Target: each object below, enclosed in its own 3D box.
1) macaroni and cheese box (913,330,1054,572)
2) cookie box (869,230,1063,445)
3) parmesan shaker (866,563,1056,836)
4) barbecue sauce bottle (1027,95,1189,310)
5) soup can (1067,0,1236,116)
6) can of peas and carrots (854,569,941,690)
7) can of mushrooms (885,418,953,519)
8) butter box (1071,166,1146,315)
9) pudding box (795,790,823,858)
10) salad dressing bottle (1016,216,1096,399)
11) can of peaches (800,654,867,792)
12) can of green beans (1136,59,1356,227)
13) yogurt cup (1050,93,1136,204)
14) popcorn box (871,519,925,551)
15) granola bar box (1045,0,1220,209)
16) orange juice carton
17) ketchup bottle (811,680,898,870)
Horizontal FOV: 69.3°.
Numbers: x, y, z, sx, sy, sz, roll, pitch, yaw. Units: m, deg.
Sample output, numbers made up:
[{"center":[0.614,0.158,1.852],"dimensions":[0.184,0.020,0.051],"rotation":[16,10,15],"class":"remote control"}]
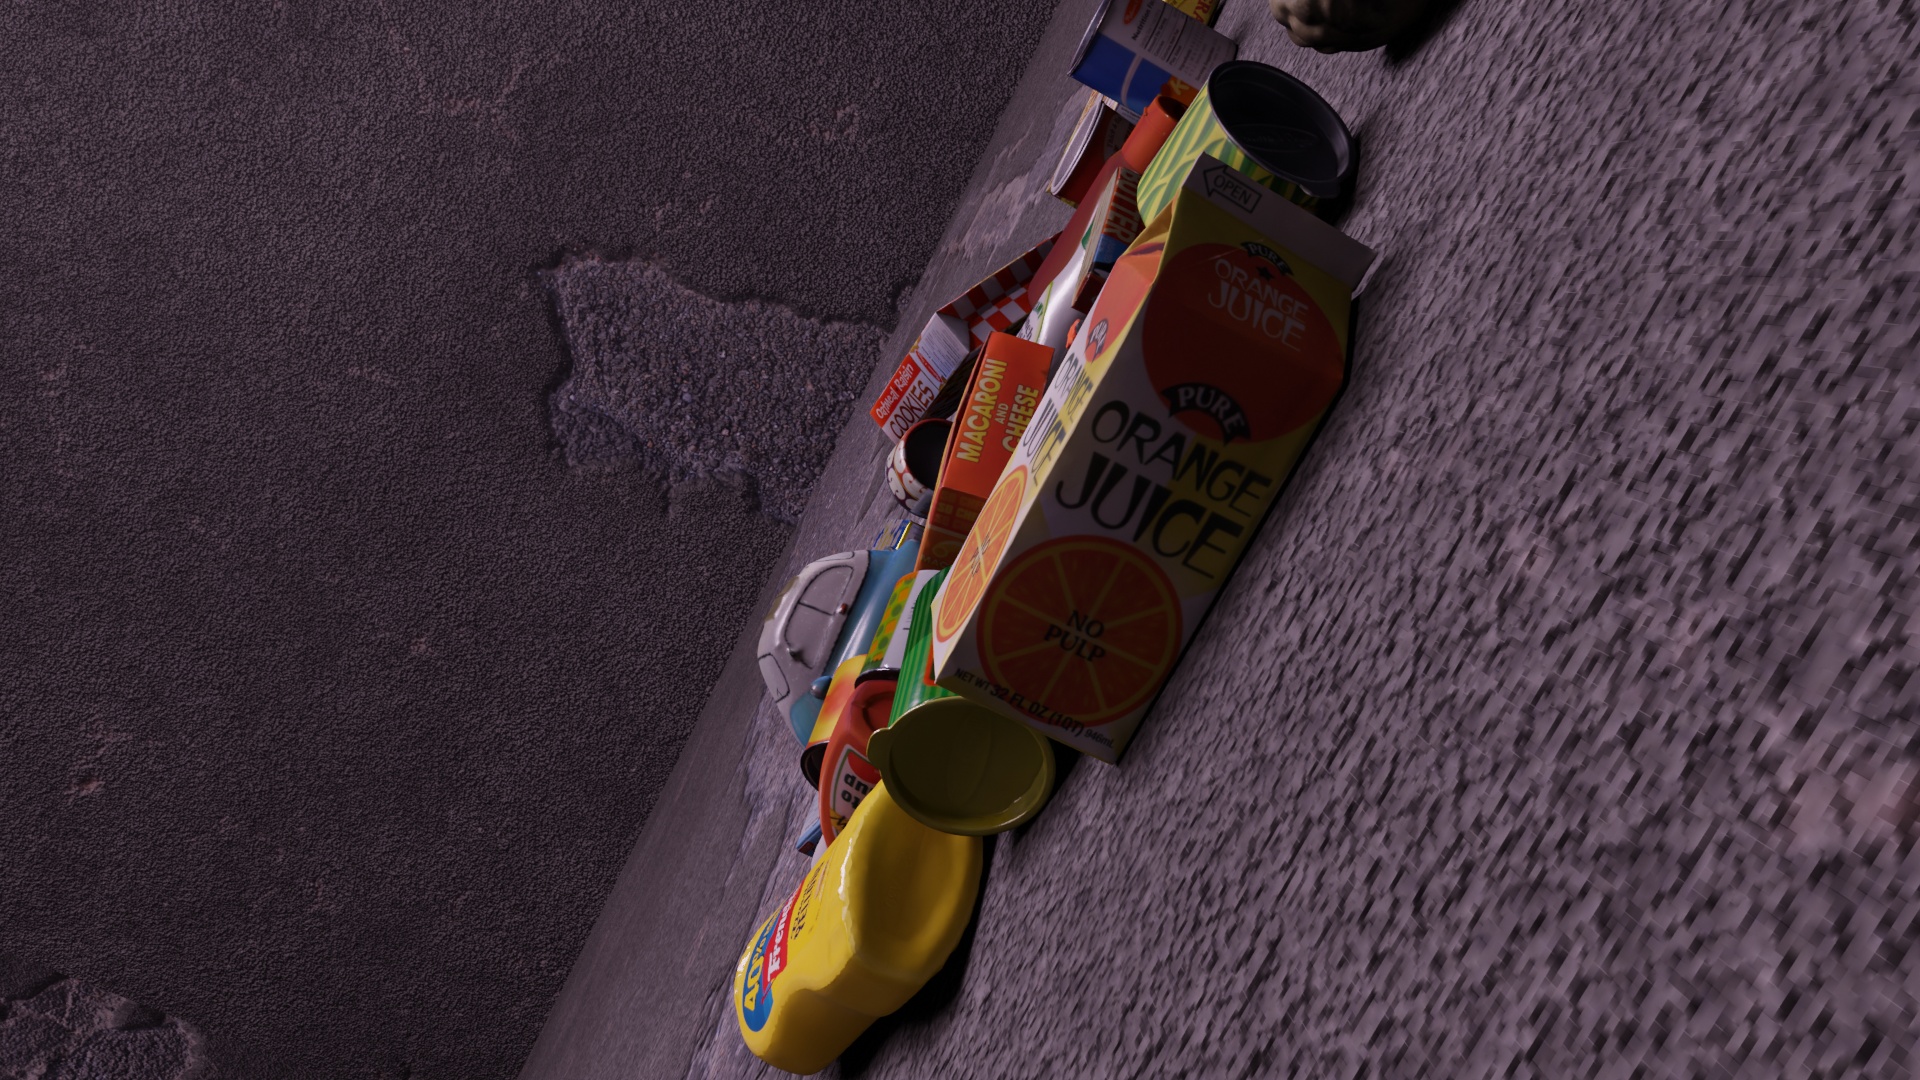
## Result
[{"center":[0.003,-0.009,0.739],"dimensions":[0.165,0.040,0.124],"rotation":[107,180,-47],"class":"macaroni and cheese box"},{"center":[0.012,-0.140,0.997],"dimensions":[0.123,0.040,0.166],"rotation":[-38,-3,-27],"class":"cookie box"},{"center":[0.004,0.059,0.562],"dimensions":[0.071,0.071,0.103],"rotation":[-59,11,28],"class":"parmesan shaker"},{"center":[0.094,-0.199,0.847],"dimensions":[0.147,0.043,0.065],"rotation":[-56,13,37],"class":"barbecue sauce bottle"},{"center":[0.117,-0.298,0.862],"dimensions":[0.071,0.084,0.071],"rotation":[-61,10,18],"class":"soup can"},{"center":[-0.011,0.057,0.667],"dimensions":[0.070,0.071,0.059],"rotation":[-49,17,56],"class":"can of peas and carrots"},{"center":[-0.018,-0.053,0.980],"dimensions":[0.033,0.071,0.071],"rotation":[-47,19,56],"class":"can of mushrooms"},{"center":[0.090,-0.142,0.692],"dimensions":[0.024,0.053,0.104],"rotation":[122,170,-45],"class":"butter box"},{"center":[-0.064,0.153,0.806],"dimensions":[0.083,0.030,0.050],"rotation":[-51,15,53],"class":"pudding box"},{"center":[0.069,-0.137,0.819],"dimensions":[0.147,0.044,0.064],"rotation":[-58,14,30],"class":"salad dressing bottle"},{"center":[-0.041,0.100,0.718],"dimensions":[0.071,0.071,0.058],"rotation":[-53,14,48],"class":"can of peaches"},{"center":[0.111,-0.143,0.545],"dimensions":[0.057,0.071,0.071],"rotation":[-54,14,49],"class":"can of green beans"},{"center":[0.099,-0.249,0.923],"dimensions":[0.072,0.054,0.072],"rotation":[-61,10,18],"class":"yogurt cup"},{"center":[-0.048,0.029,1.017],"dimensions":[0.085,0.038,0.126],"rotation":[-65,10,-4],"class":"popcorn box"},{"center":[0.125,-0.325,1.028],"dimensions":[0.124,0.039,0.165],"rotation":[-66,10,-7],"class":"granola bar box"},{"center":[0.064,-0.029,0.476],"dimensions":[0.192,0.072,0.073],"rotation":[-62,10,14],"class":"orange juice carton"},{"center":[-0.040,0.125,0.664],"dimensions":[0.148,0.065,0.044],"rotation":[114,177,-48],"class":"ketchup bottle"}]
